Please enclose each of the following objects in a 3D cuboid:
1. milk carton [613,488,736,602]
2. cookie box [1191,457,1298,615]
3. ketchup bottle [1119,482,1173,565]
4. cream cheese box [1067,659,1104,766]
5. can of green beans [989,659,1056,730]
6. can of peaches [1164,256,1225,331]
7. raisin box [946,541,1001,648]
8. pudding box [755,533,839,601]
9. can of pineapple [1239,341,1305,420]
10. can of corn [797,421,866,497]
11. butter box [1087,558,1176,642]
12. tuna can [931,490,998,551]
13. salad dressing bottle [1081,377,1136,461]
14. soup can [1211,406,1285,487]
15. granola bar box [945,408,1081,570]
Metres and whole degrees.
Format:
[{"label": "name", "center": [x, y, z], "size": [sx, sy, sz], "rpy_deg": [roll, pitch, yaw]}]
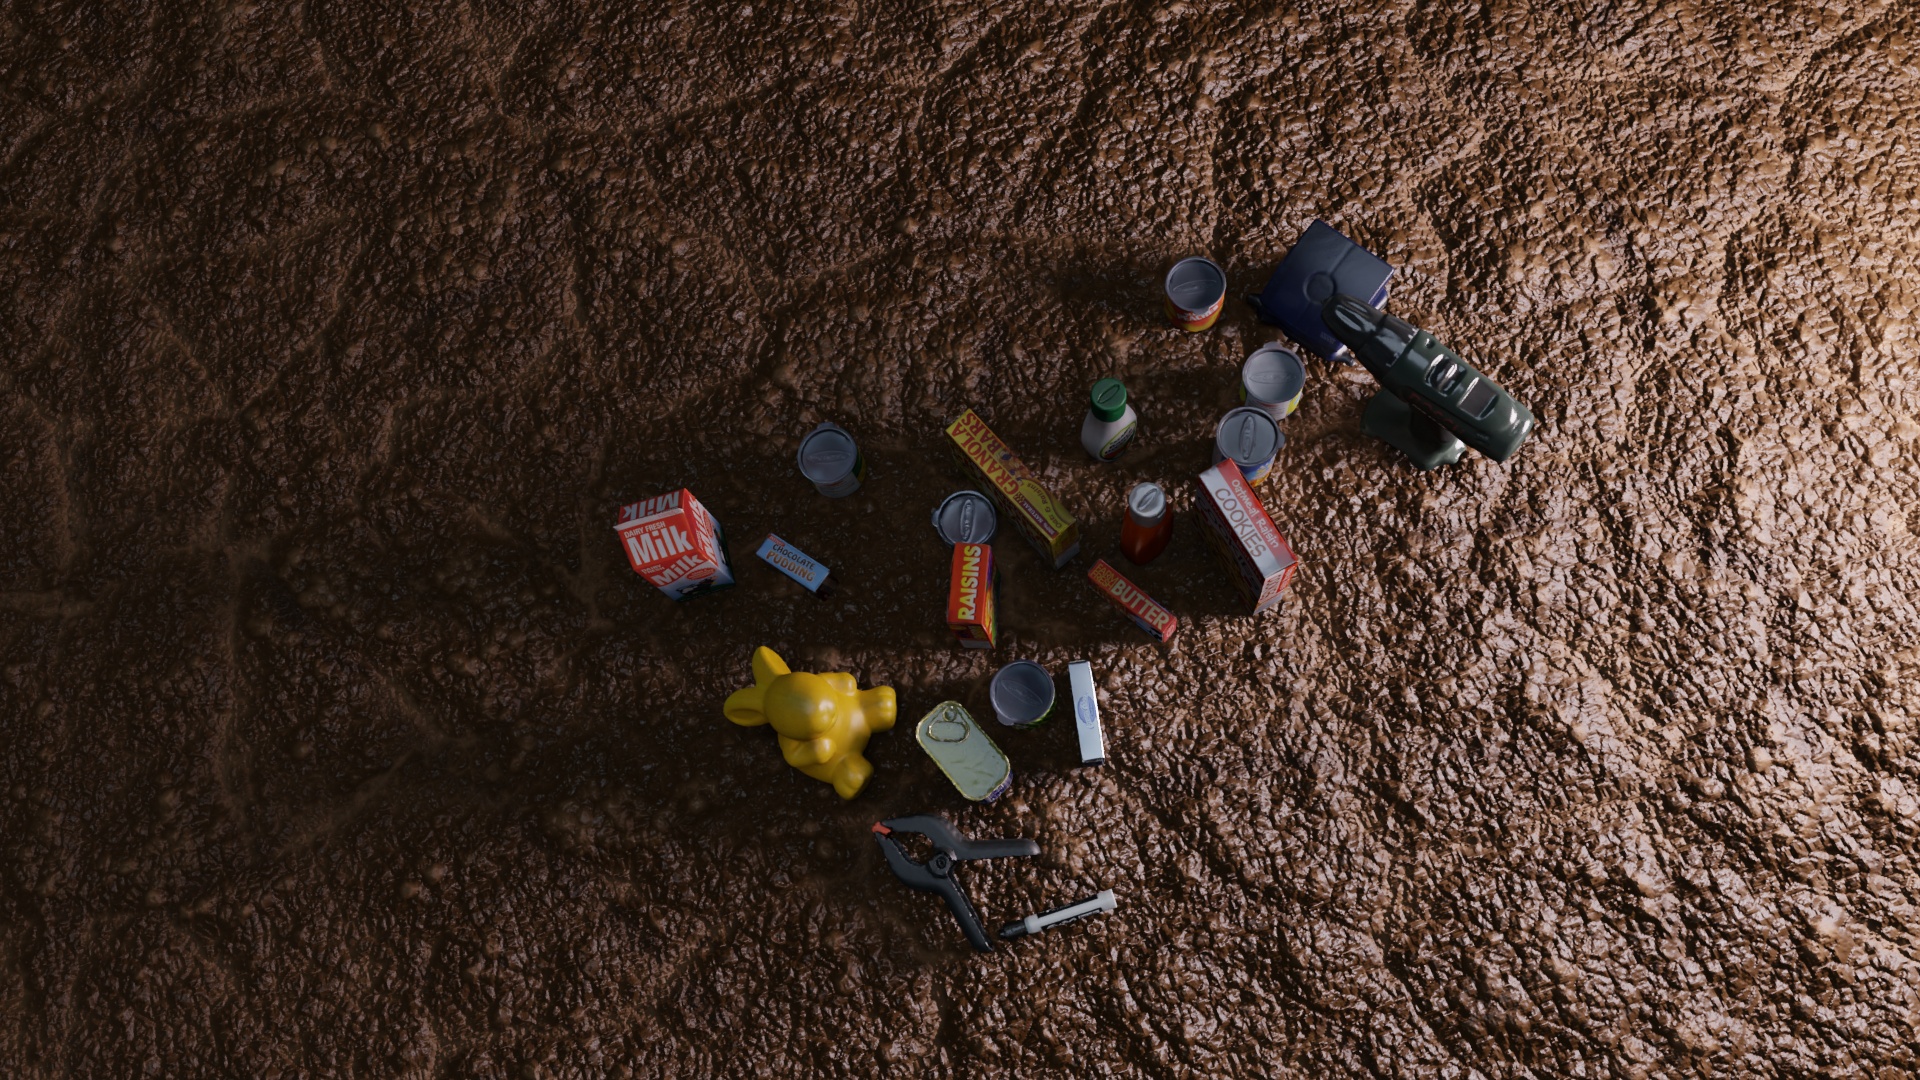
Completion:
[{"label": "milk carton", "center": [-0.300, 0.002, 1.460], "size": [0.072, 0.190, 0.073], "rpy_deg": [-17, 73, 2]}, {"label": "cookie box", "center": [0.285, -0.001, 1.403], "size": [0.040, 0.167, 0.123], "rpy_deg": [-30, 73, -2]}, {"label": "ketchup bottle", "center": [0.193, -0.020, 1.429], "size": [0.043, 0.148, 0.065], "rpy_deg": [40, 82, 15]}, {"label": "cream cheese box", "center": [0.130, 0.179, 1.429], "size": [0.024, 0.053, 0.104], "rpy_deg": [-9, 73, 4]}, {"label": "can of green beans", "center": [0.066, 0.161, 1.439], "size": [0.071, 0.057, 0.071], "rpy_deg": [-2, 74, 6]}, {"label": "can of peaches", "center": [0.260, -0.270, 1.541], "size": [0.071, 0.058, 0.071], "rpy_deg": [-2, 74, 6]}, {"label": "raisin box", "center": [0.015, 0.059, 1.441], "size": [0.040, 0.123, 0.086], "rpy_deg": [4, 75, 8]}, {"label": "pudding box", "center": [-0.177, 0.029, 1.511], "size": [0.084, 0.049, 0.030], "rpy_deg": [32, 80, 14]}, {"label": "can of pineapple", "center": [0.337, -0.171, 1.503], "size": [0.071, 0.057, 0.071], "rpy_deg": [-2, 74, 6]}, {"label": "can of corn", "center": [-0.141, -0.088, 1.536], "size": [0.071, 0.058, 0.071], "rpy_deg": [-2, 74, 6]}, {"label": "butter box", "center": [0.179, 0.064, 1.457], "size": [0.103, 0.053, 0.024], "rpy_deg": [39, 82, 15]}, {"label": "tuna can", "center": [0.005, -0.019, 1.512], "size": [0.071, 0.032, 0.071], "rpy_deg": [-2, 74, 6]}, {"label": "salad dressing bottle", "center": [0.156, -0.128, 1.466], "size": [0.064, 0.147, 0.044], "rpy_deg": [-40, 74, -5]}, {"label": "soup can", "center": [0.304, -0.096, 1.472], "size": [0.071, 0.083, 0.071], "rpy_deg": [-2, 74, 6]}, {"label": "granola bar box", "center": [0.056, -0.051, 1.467], "size": [0.039, 0.124, 0.166], "rpy_deg": [-41, 74, -5]}]
